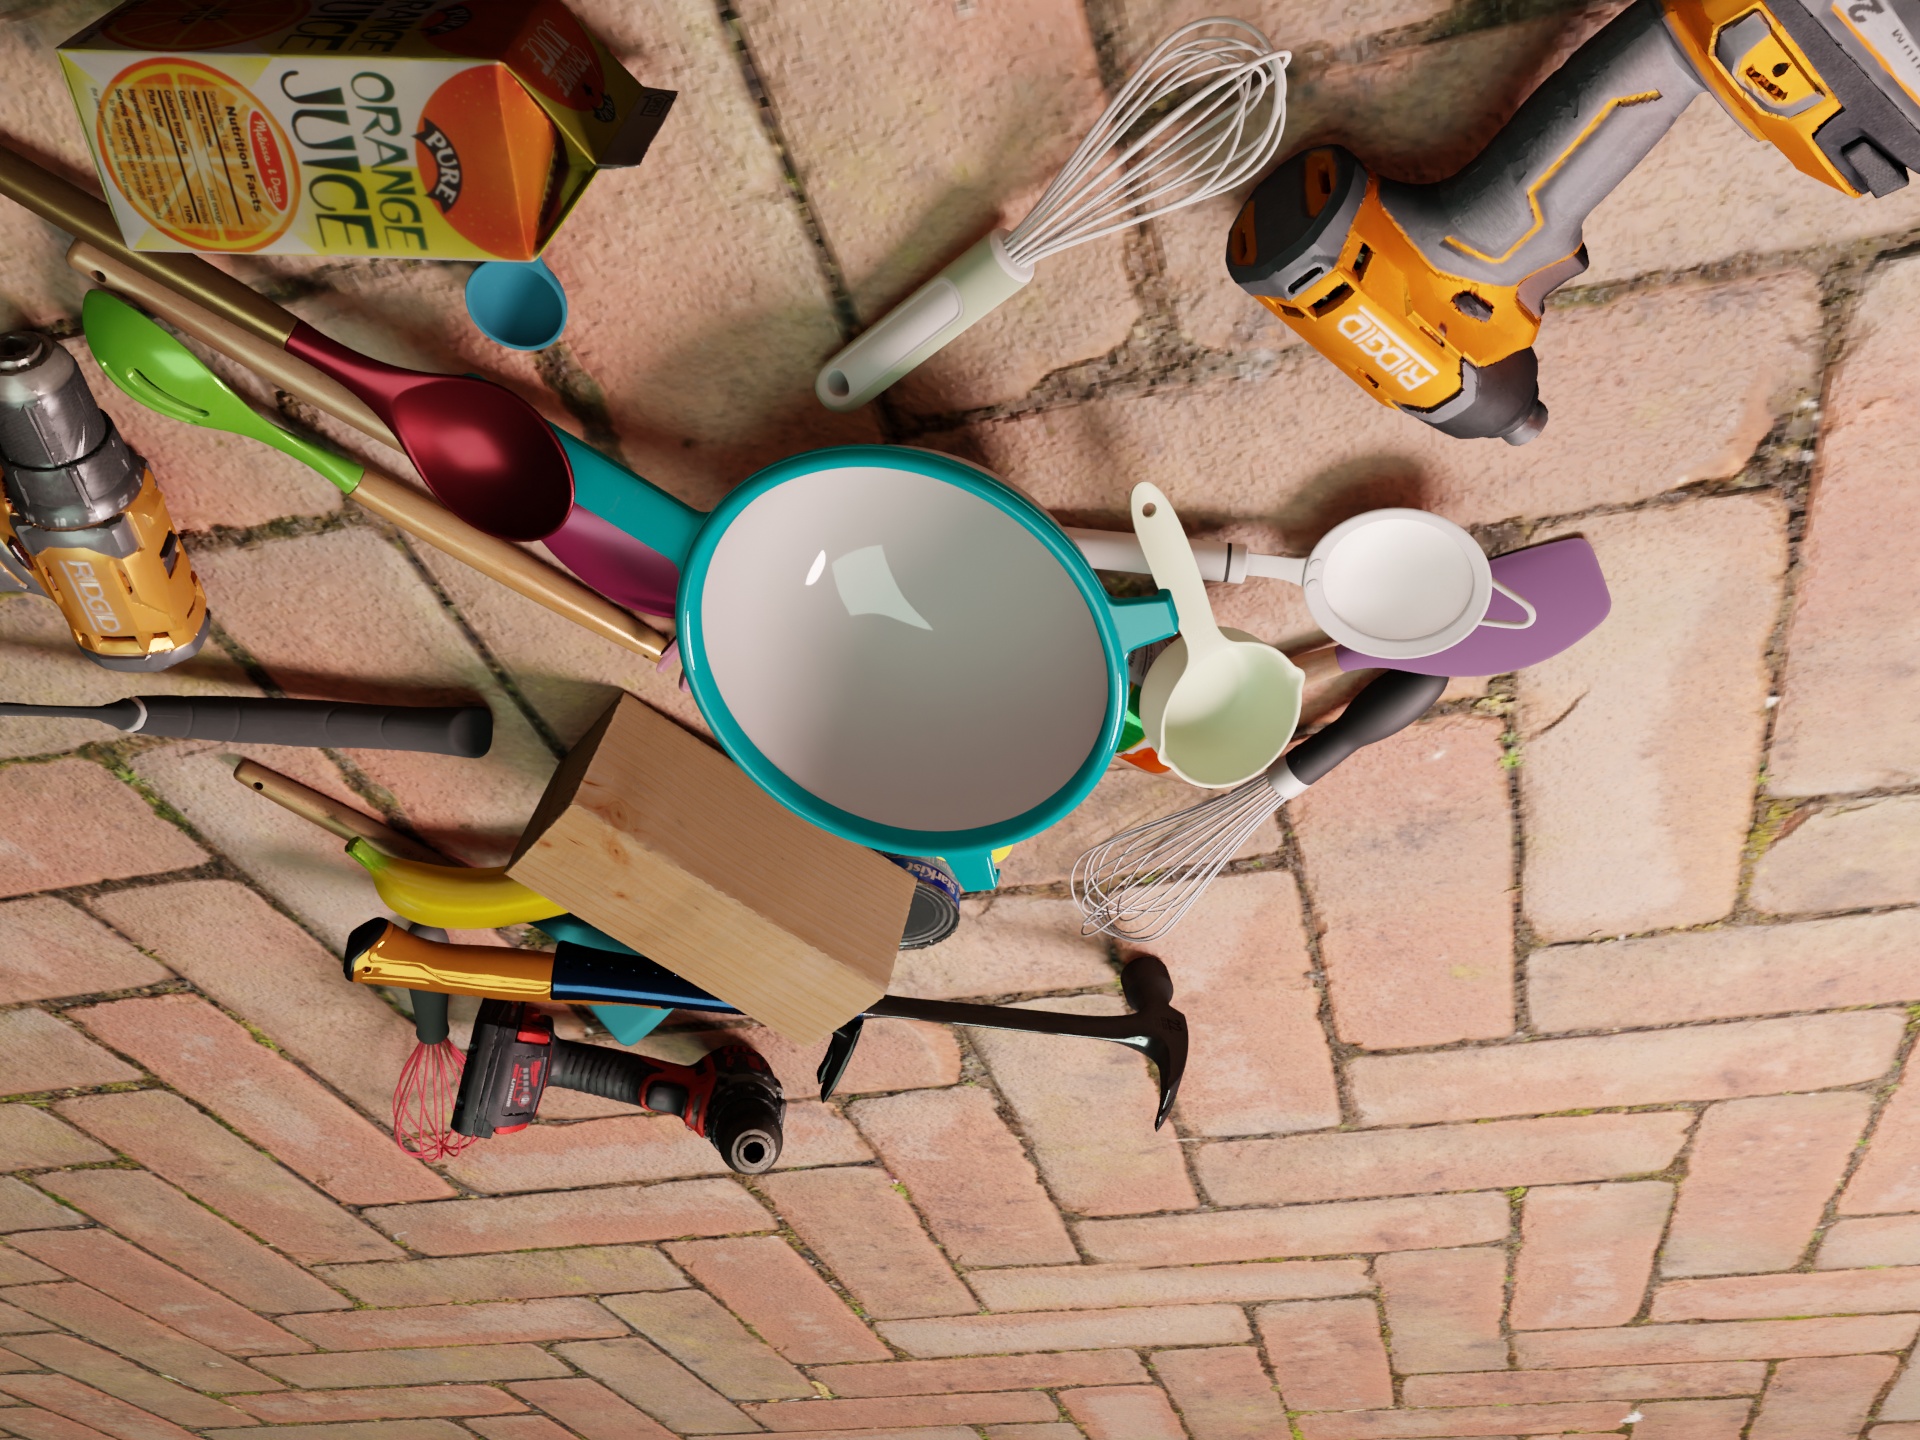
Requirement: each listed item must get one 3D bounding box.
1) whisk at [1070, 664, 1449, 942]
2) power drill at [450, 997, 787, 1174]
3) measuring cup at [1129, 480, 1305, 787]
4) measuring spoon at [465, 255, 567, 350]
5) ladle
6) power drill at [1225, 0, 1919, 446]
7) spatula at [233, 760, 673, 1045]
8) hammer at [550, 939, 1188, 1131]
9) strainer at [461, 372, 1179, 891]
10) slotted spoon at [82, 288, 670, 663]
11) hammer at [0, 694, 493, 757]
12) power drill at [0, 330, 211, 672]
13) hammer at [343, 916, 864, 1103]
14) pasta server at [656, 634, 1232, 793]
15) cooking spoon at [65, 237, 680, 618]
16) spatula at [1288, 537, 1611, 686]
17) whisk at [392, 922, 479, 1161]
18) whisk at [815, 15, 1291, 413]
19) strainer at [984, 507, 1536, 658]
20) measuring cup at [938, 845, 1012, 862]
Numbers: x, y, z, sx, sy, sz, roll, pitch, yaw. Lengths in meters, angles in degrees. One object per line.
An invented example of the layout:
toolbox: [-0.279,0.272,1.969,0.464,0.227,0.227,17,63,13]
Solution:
whisk: [0.163,0.049,0.903,0.070,0.070,0.284,27,131,-27]
power drill: [-0.230,0.260,1.108,0.226,0.080,0.188,13,180,-13]
measuring cup: [0.106,-0.044,0.749,0.083,0.038,0.167,-30,119,-7]
measuring spoon: [-0.172,-0.208,0.635,0.042,0.021,0.128,14,131,-7]
ladle: [-0.299,-0.170,0.650,0.315,0.031,0.069,30,122,-18]
power drill: [0.234,-0.190,0.581,0.164,0.084,0.226,30,138,-31]
spatula: [-0.314,0.110,1.014,0.317,0.044,0.082,35,107,-31]
hammer: [-0.051,0.182,1.002,0.405,0.144,0.035,8,116,-9]
strainer: [-0.074,-0.078,0.743,0.340,0.095,0.211,31,126,-2]
slotted spoon: [-0.263,-0.101,0.756,0.313,0.031,0.070,31,162,-35]
hammer: [-0.465,-0.002,0.857,0.409,0.036,0.149,3,177,-10]
power drill: [-0.486,-0.101,0.734,0.226,0.084,0.185,1,141,-5]
hammer: [-0.226,0.177,1.040,0.336,0.034,0.127,10,115,-17]
pasta server: [-0.001,-0.003,0.843,0.316,0.040,0.060,16,156,-11]
cooking spoon: [-0.247,-0.126,0.734,0.318,0.017,0.068,30,136,-30]
spatula: [0.175,-0.023,0.834,0.316,0.018,0.059,-17,108,25]
whisk: [-0.388,0.240,1.174,0.073,0.073,0.295,8,134,-7]
whisk: [0.026,-0.186,0.623,0.246,0.059,0.058,-28,94,38]
strainer: [0.140,-0.077,0.759,0.258,0.050,0.086,6,132,5]
measuring cup: [0.018,0.050,0.899,0.062,0.029,0.156,13,157,-13]
